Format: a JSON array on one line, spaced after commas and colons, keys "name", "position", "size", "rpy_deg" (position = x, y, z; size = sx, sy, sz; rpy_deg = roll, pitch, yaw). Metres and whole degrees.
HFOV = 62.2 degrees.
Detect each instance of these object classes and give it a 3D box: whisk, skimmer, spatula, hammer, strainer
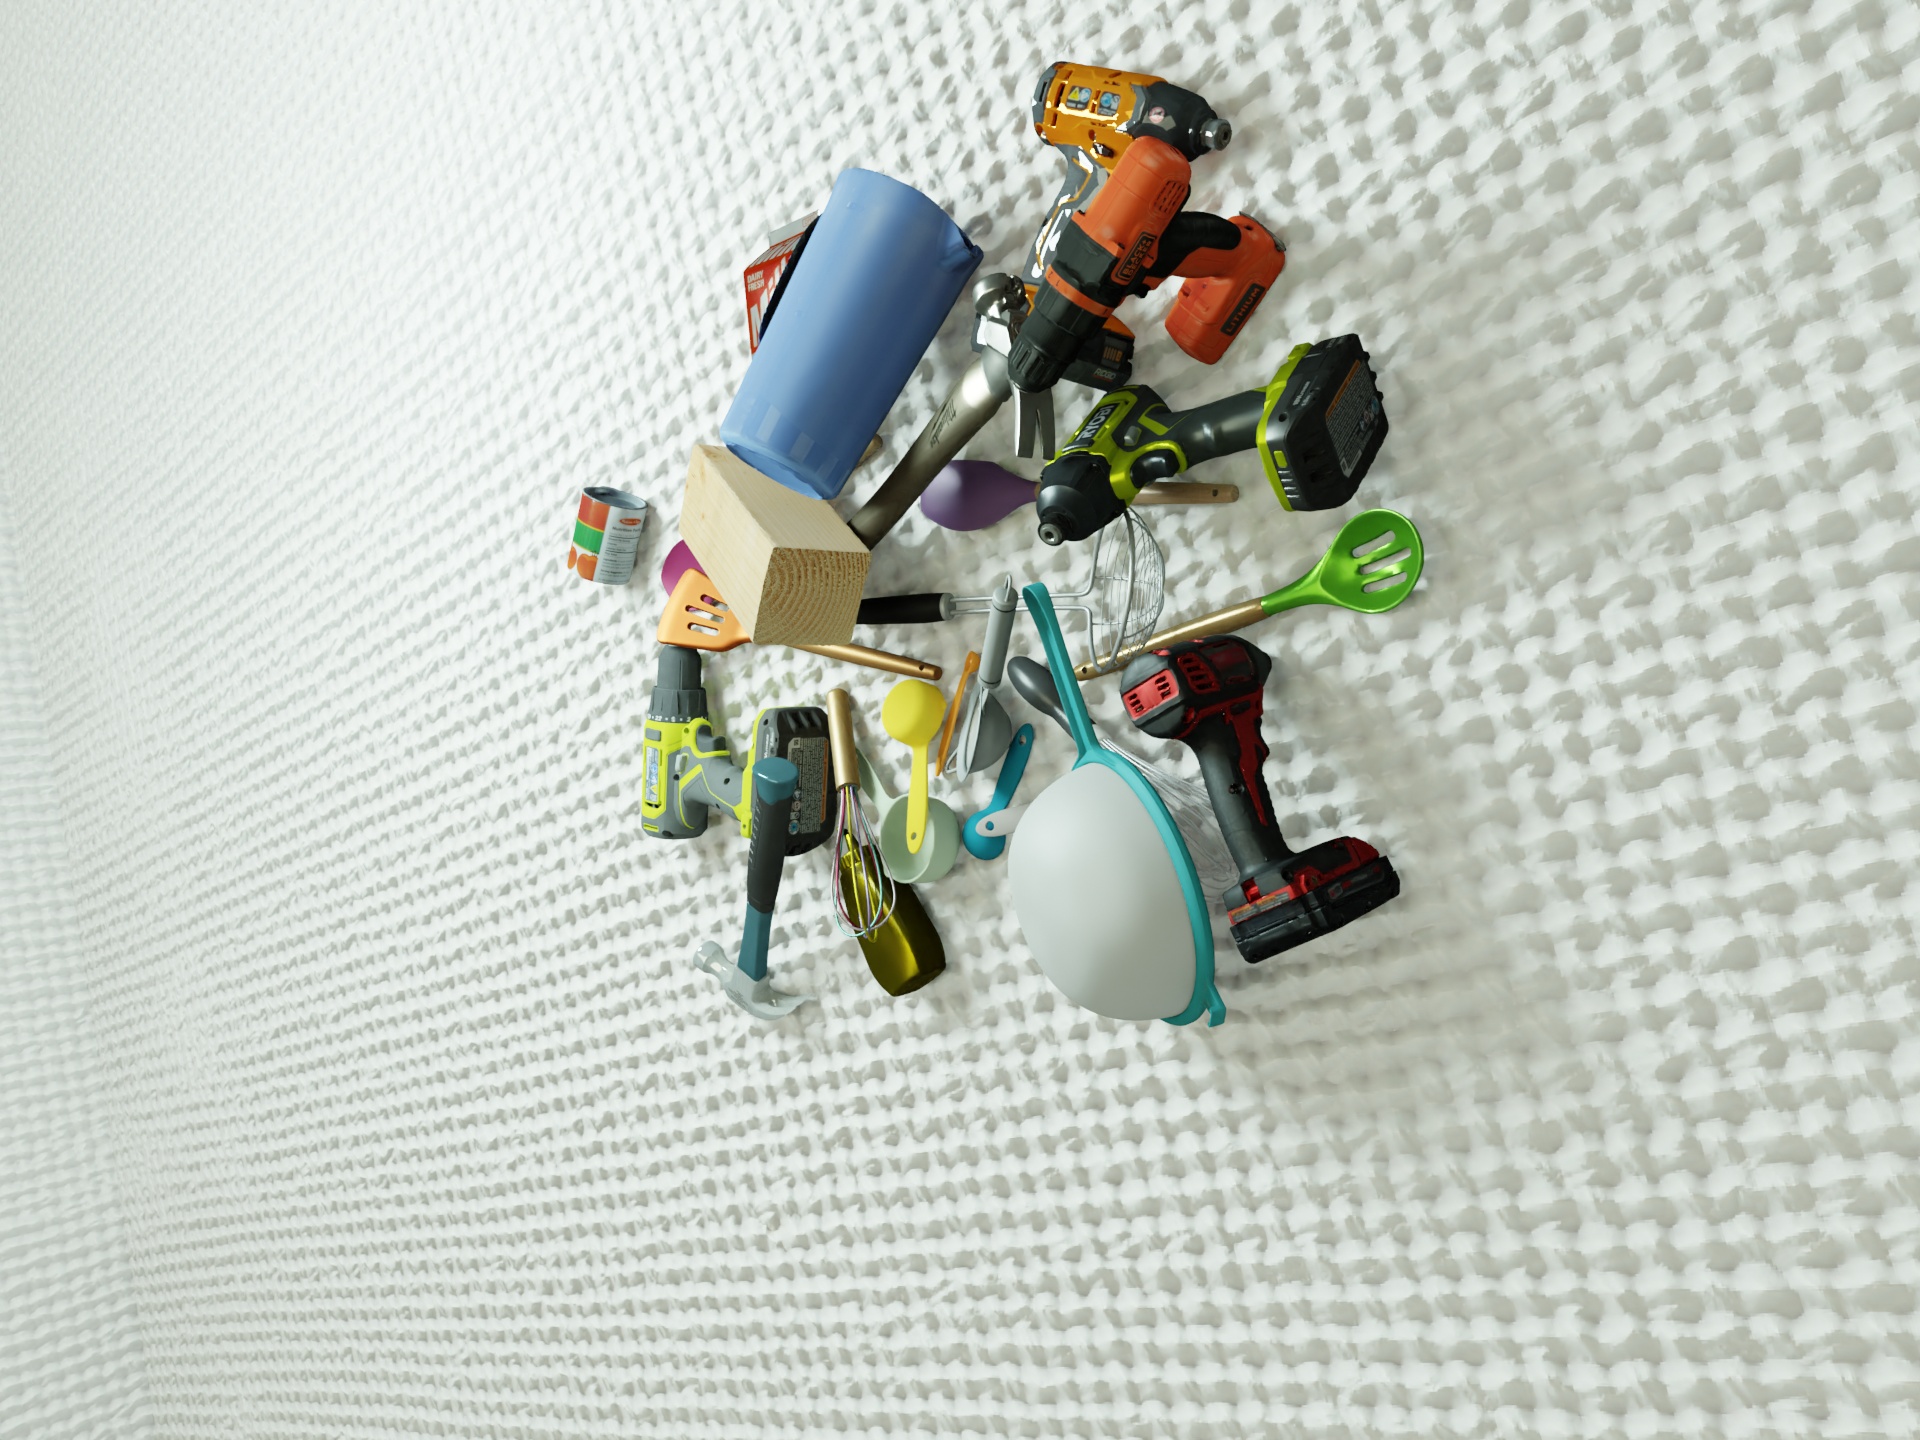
[{"name": "whisk", "position": [-0.095, 0.080, 1.380], "size": [0.051, 0.047, 0.245], "rpy_deg": [-32, 53, 32]}, {"name": "skimmer", "position": [0.016, -0.099, 1.274], "size": [0.363, 0.090, 0.127], "rpy_deg": [0, 85, 42]}, {"name": "spatula", "position": [0.083, -0.178, 1.259], "size": [0.316, 0.018, 0.060], "rpy_deg": [7, 98, 42]}, {"name": "spatula", "position": [-0.148, -0.075, 1.450], "size": [0.323, 0.041, 0.081], "rpy_deg": [14, 76, 37]}, {"name": "hammer", "position": [-0.179, 0.153, 1.422], "size": [0.128, 0.033, 0.330], "rpy_deg": [36, 138, 22]}, {"name": "strainer", "position": [0.024, -0.028, 1.249], "size": [0.258, 0.050, 0.087], "rpy_deg": [100, 175, -55]}, {"name": "whisk", "position": [0.122, 0.036, 1.217], "size": [0.285, 0.070, 0.070], "rpy_deg": [45, 120, 35]}, {"name": "strainer", "position": [0.073, 0.072, 1.155], "size": [0.211, 0.095, 0.340], "rpy_deg": [163, 89, -73]}, {"name": "hammer", "position": [-0.046, -0.179, 1.282], "size": [0.410, 0.038, 0.146], "rpy_deg": [-39, 56, 54]}]

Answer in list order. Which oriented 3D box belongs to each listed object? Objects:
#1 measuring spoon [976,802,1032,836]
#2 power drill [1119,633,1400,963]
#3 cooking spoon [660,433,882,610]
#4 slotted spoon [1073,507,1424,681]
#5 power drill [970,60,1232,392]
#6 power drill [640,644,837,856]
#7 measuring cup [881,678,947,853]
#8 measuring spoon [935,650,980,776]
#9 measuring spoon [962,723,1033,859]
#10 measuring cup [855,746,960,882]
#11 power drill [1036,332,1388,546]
[{"name": "measuring spoon", "position": [0.061, 0.075, 1.282], "size": [0.124, 0.018, 0.034], "rpy_deg": [-18, 82, 30]}, {"name": "power drill", "position": [0.205, 0.042, 1.096], "size": [0.078, 0.143, 0.220], "rpy_deg": [-33, 78, 42]}, {"name": "cooking spoon", "position": [-0.181, -0.186, 1.488], "size": [0.319, 0.017, 0.069], "rpy_deg": [-28, 88, 39]}, {"name": "slotted spoon", "position": [0.202, -0.078, 1.158], "size": [0.314, 0.031, 0.070], "rpy_deg": [-20, 79, 42]}, {"name": "power drill", "position": [0.106, -0.367, 1.188], "size": [0.164, 0.084, 0.226], "rpy_deg": [26, 106, 36]}, {"name": "power drill", "position": [-0.219, 0.028, 1.499], "size": [0.229, 0.080, 0.190], "rpy_deg": [10, 99, 43]}, {"name": "measuring cup", "position": [-0.044, 0.036, 1.340], "size": [0.062, 0.029, 0.157], "rpy_deg": [-22, 55, 38]}, {"name": "measuring spoon", "position": [-0.002, -0.004, 1.349], "size": [0.021, 0.011, 0.117], "rpy_deg": [-114, 37, -65]}, {"name": "measuring spoon", "position": [0.030, 0.059, 1.317], "size": [0.042, 0.021, 0.128], "rpy_deg": [35, 116, 34]}, {"name": "measuring cup", "position": [-0.052, 0.075, 1.389], "size": [0.083, 0.038, 0.168], "rpy_deg": [-61, 42, 23]}, {"name": "power drill", "position": [0.165, -0.185, 1.097], "size": [0.223, 0.171, 0.080], "rpy_deg": [-6, 125, 37]}]
